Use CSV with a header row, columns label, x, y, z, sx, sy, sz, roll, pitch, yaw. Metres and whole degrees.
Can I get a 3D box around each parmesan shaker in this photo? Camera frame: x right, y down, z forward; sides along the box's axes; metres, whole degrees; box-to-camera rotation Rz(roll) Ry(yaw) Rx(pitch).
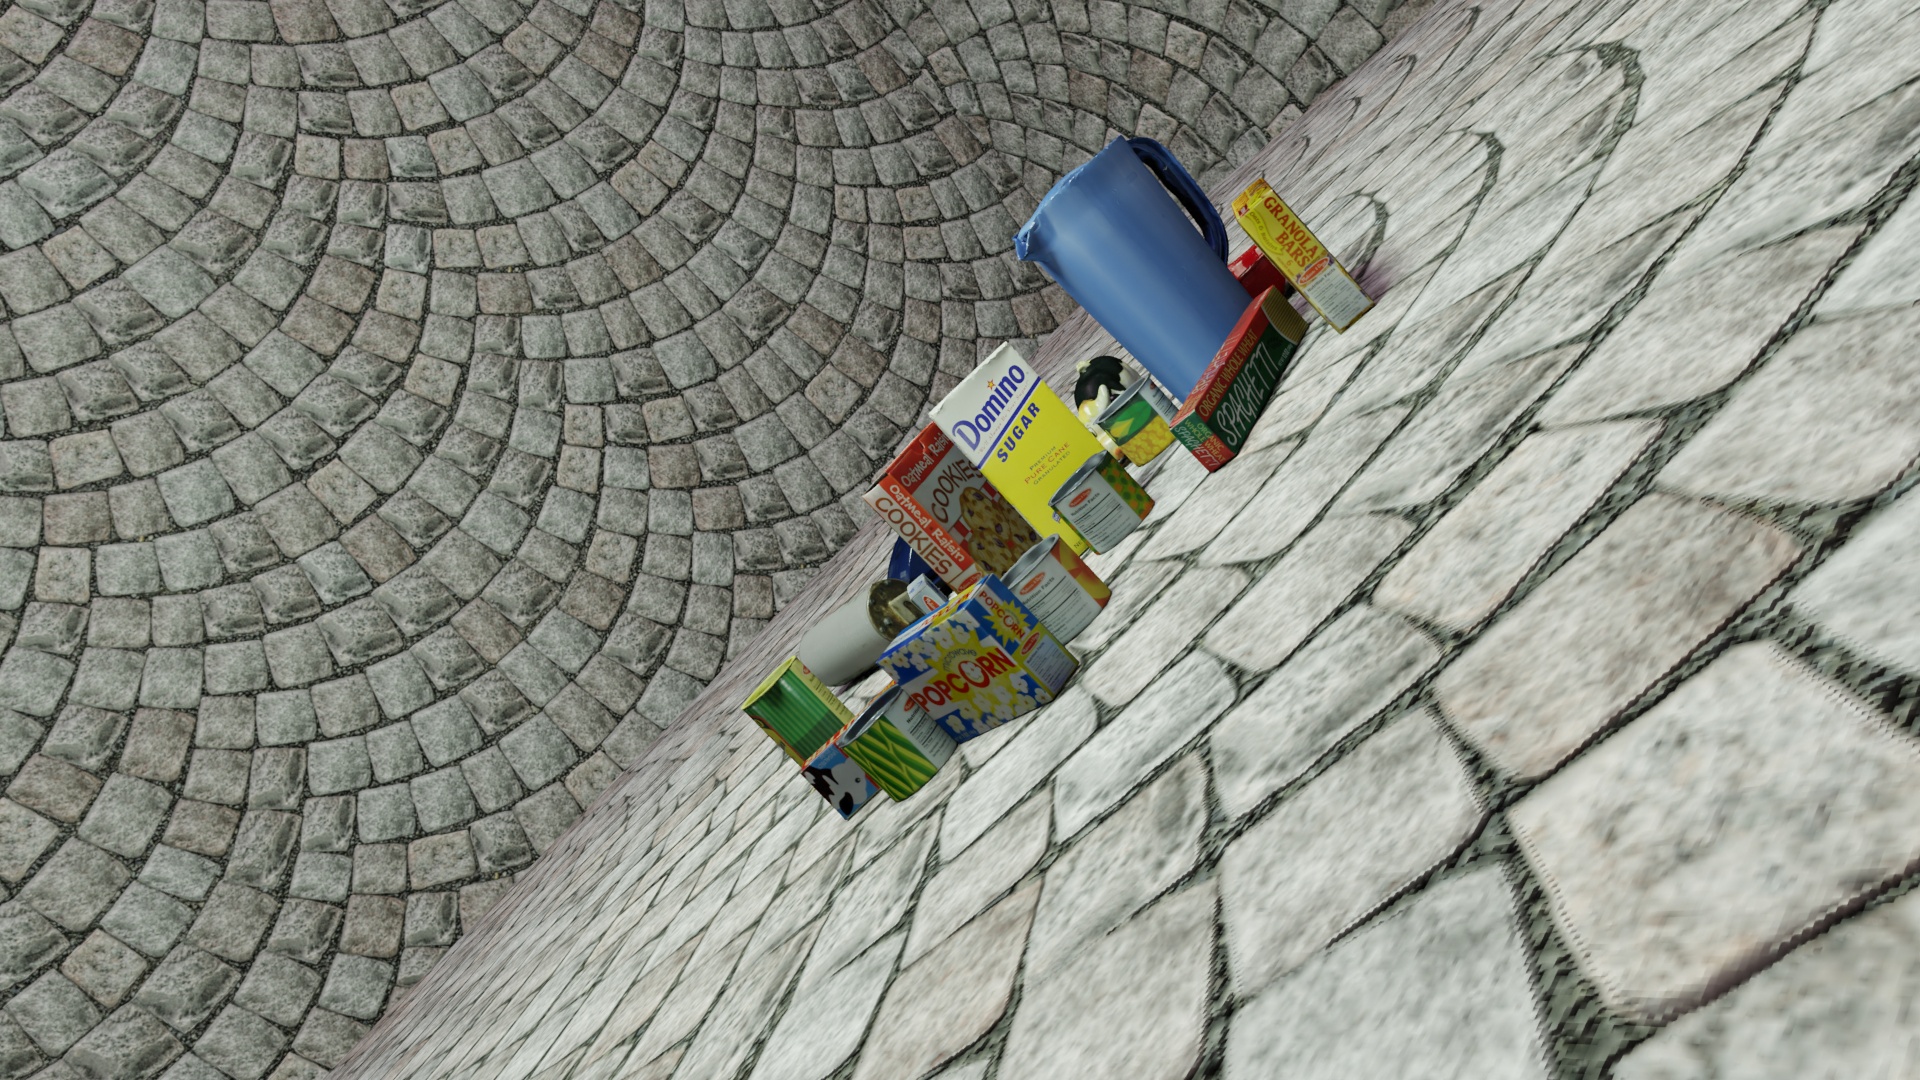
label,x,y,z,sx,sy,sz,roll,pitch,yaw
parmesan shaker,-0.132,0.160,1.212,0.071,0.103,0.071,-43,6,6

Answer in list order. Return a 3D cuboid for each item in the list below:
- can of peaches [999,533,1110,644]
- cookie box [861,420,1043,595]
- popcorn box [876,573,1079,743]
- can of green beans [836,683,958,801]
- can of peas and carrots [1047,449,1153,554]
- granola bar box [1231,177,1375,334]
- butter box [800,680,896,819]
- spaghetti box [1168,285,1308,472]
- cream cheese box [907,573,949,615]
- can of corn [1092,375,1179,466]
label,x,y,z,sx,sy,sz,roll,pitch,yaw
can of peaches,0.066,0.037,1.000,0.071,0.058,0.071,-43,7,6
cookie box,0.004,-0.015,1.214,0.040,0.167,0.123,-40,8,31
popcorn box,0.009,0.083,0.937,0.038,0.085,0.126,-49,8,-37
can of green beans,-0.044,0.143,0.991,0.071,0.058,0.071,-43,7,6
can of peas and carrots,0.115,-0.032,1.131,0.071,0.058,0.071,-43,7,6
granola bar box,0.281,-0.241,1.159,0.039,0.124,0.166,-42,7,19
butter box,-0.067,0.158,1.056,0.103,0.053,0.024,-43,6,4
spaghetti box,0.231,-0.136,1.131,0.028,0.050,0.251,-38,9,41
cream cheese box,-0.026,0.064,1.391,0.024,0.053,0.104,-44,7,0
can of corn,0.168,-0.110,1.300,0.071,0.058,0.071,-43,7,6
